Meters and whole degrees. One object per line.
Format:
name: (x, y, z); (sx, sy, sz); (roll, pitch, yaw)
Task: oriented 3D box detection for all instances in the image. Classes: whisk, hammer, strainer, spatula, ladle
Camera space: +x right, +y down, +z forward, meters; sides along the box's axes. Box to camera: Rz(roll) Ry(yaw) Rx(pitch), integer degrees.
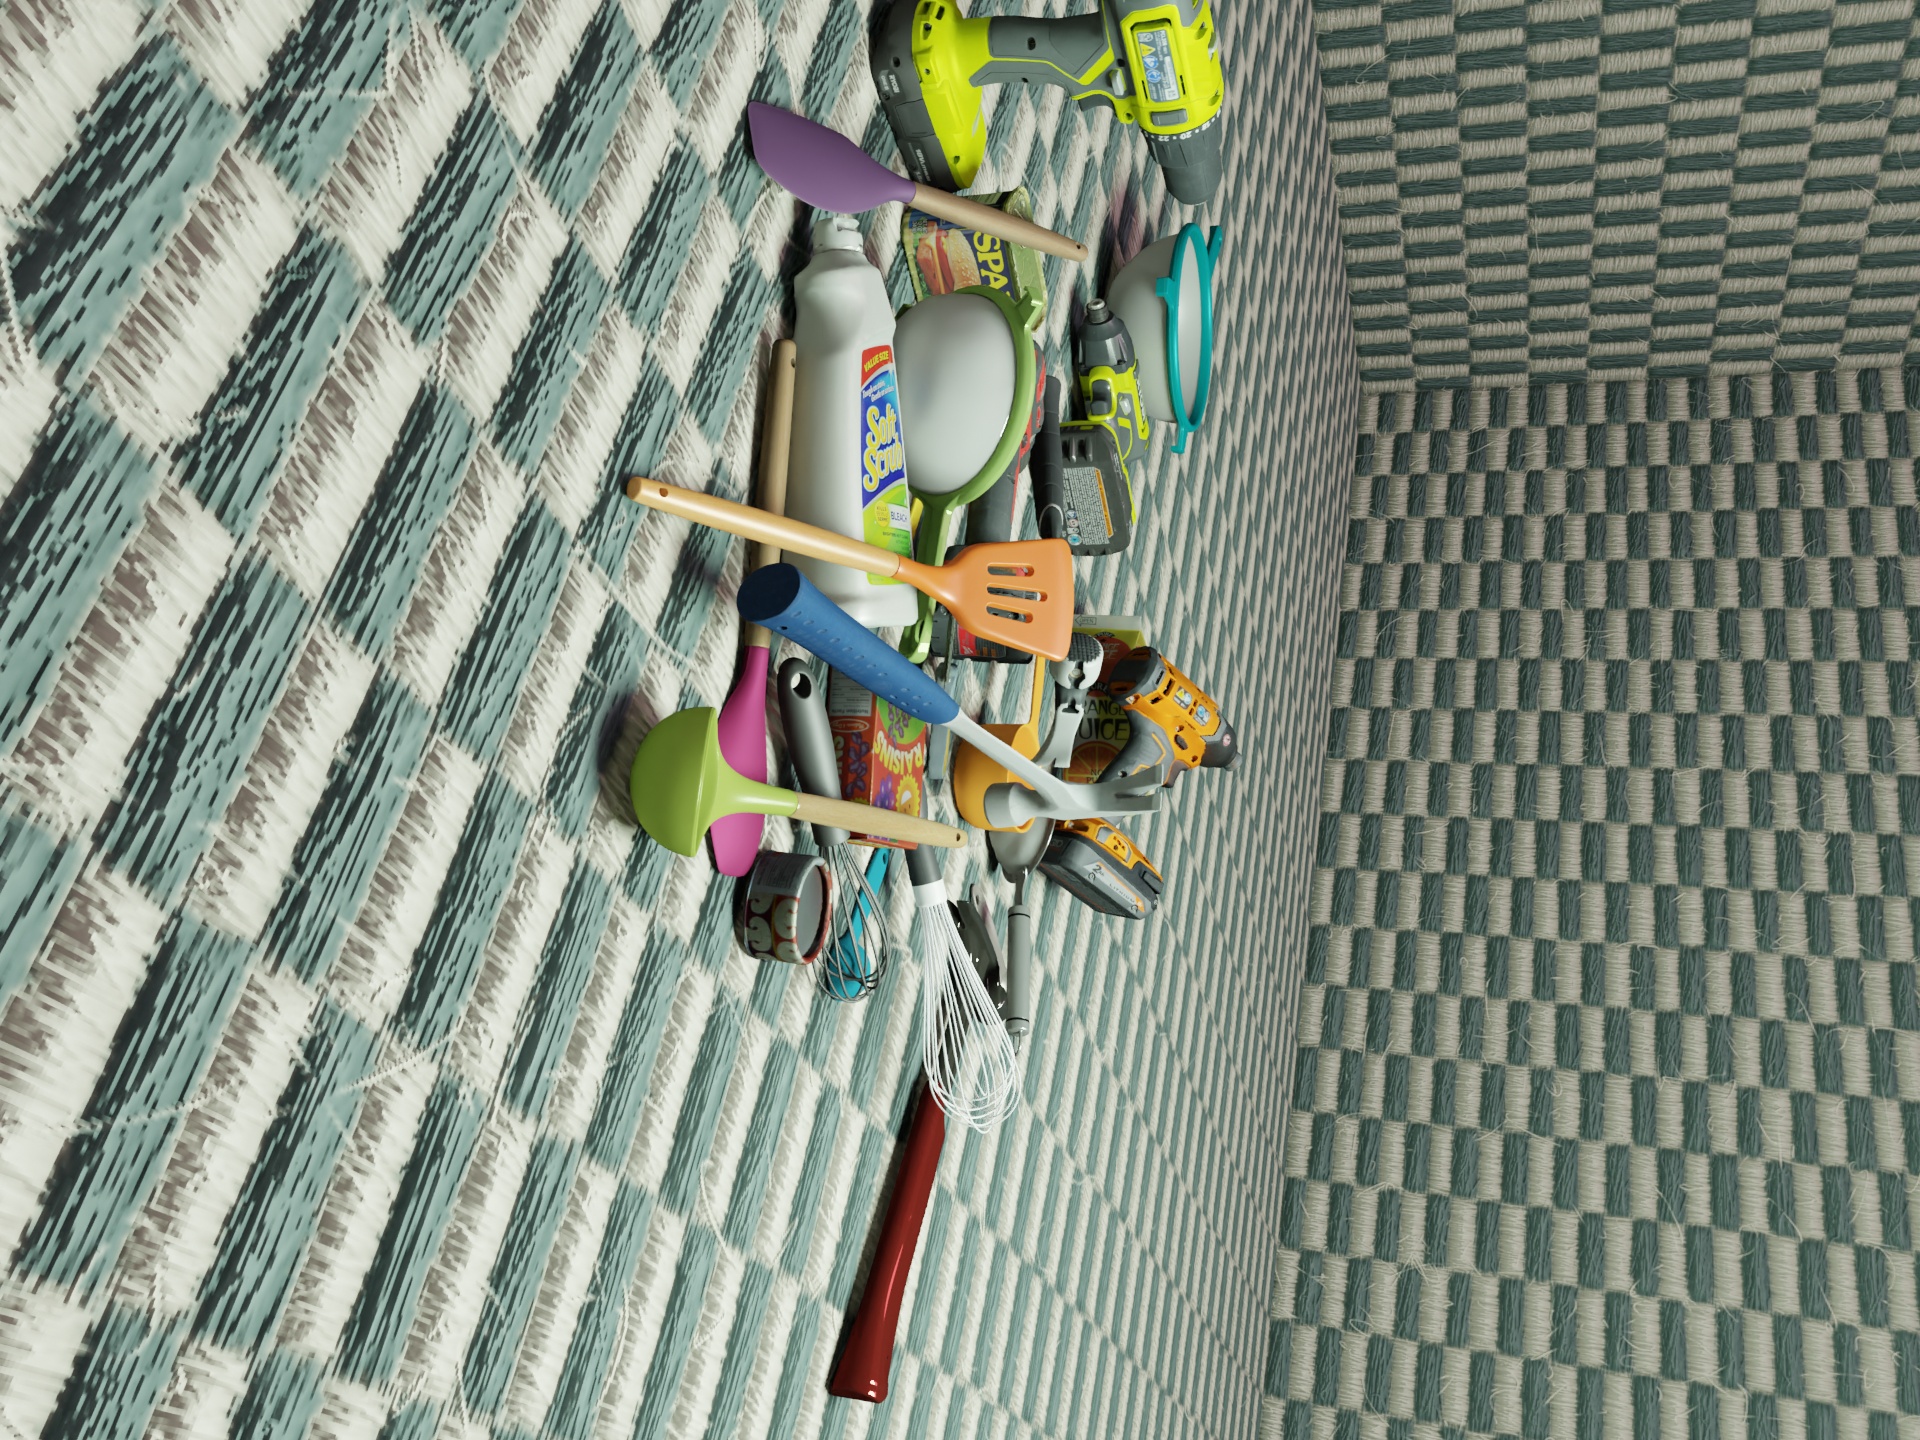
whisk: (-0.014, 0.153, 1.123); (0.070, 0.070, 0.284); (-19, 95, -68)
hammer: (-0.030, 0.311, 1.162); (0.149, 0.037, 0.359); (70, 29, -44)
strainer: (0.216, -0.447, 1.699); (0.341, 0.095, 0.210); (-69, 155, -46)
hammer: (-0.002, -0.003, 1.011); (0.405, 0.144, 0.035); (35, 55, -55)
hammer: (0.074, -0.141, 1.280); (0.149, 0.036, 0.409); (98, -6, -48)
strainer: (-0.031, -0.168, 1.055); (0.069, 0.152, 0.256); (8, 92, -39)
strainer: (0.047, 0.151, 1.303); (0.050, 0.087, 0.259); (18, 54, -23)
whisk: (-0.084, 0.073, 0.992); (0.055, 0.055, 0.238); (-50, 134, -59)
spatula: (-0.051, -0.097, 0.918); (0.322, 0.041, 0.081); (11, 77, -46)
spatula: (-0.016, -0.336, 1.038); (0.315, 0.018, 0.060); (-1, 78, -48)
ladle: (-0.074, 0.052, 0.920); (0.320, 0.062, 0.078); (18, 77, -56)

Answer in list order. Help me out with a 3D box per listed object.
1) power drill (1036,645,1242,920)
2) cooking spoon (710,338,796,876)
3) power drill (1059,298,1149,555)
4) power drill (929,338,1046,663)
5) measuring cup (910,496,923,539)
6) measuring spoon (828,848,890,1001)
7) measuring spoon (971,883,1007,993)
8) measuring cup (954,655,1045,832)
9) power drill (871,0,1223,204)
power drill: (0.174, 0.067, 1.476); (0.164, 0.084, 0.226); (37, 71, -28)
cooking spoon: (-0.117, -0.068, 0.932); (0.068, 0.017, 0.319); (19, 74, -69)
power drill: (0.130, -0.277, 1.507); (0.223, 0.080, 0.171); (-74, 156, -43)
power drill: (0.026, -0.159, 1.207); (0.187, 0.080, 0.227); (86, 10, -75)
measuring cup: (-0.036, -0.181, 1.146); (0.062, 0.029, 0.156); (38, 67, -77)
measuring spoon: (-0.060, 0.134, 1.088); (0.042, 0.021, 0.129); (69, 30, -45)
measuring spoon: (0.021, 0.189, 1.331); (0.034, 0.018, 0.124); (-56, 135, -55)
measuring cup: (0.035, 0.008, 1.299); (0.095, 0.052, 0.174); (57, 37, -56)
power drill: (0.070, -0.437, 1.113); (0.190, 0.228, 0.080); (63, 34, -51)
